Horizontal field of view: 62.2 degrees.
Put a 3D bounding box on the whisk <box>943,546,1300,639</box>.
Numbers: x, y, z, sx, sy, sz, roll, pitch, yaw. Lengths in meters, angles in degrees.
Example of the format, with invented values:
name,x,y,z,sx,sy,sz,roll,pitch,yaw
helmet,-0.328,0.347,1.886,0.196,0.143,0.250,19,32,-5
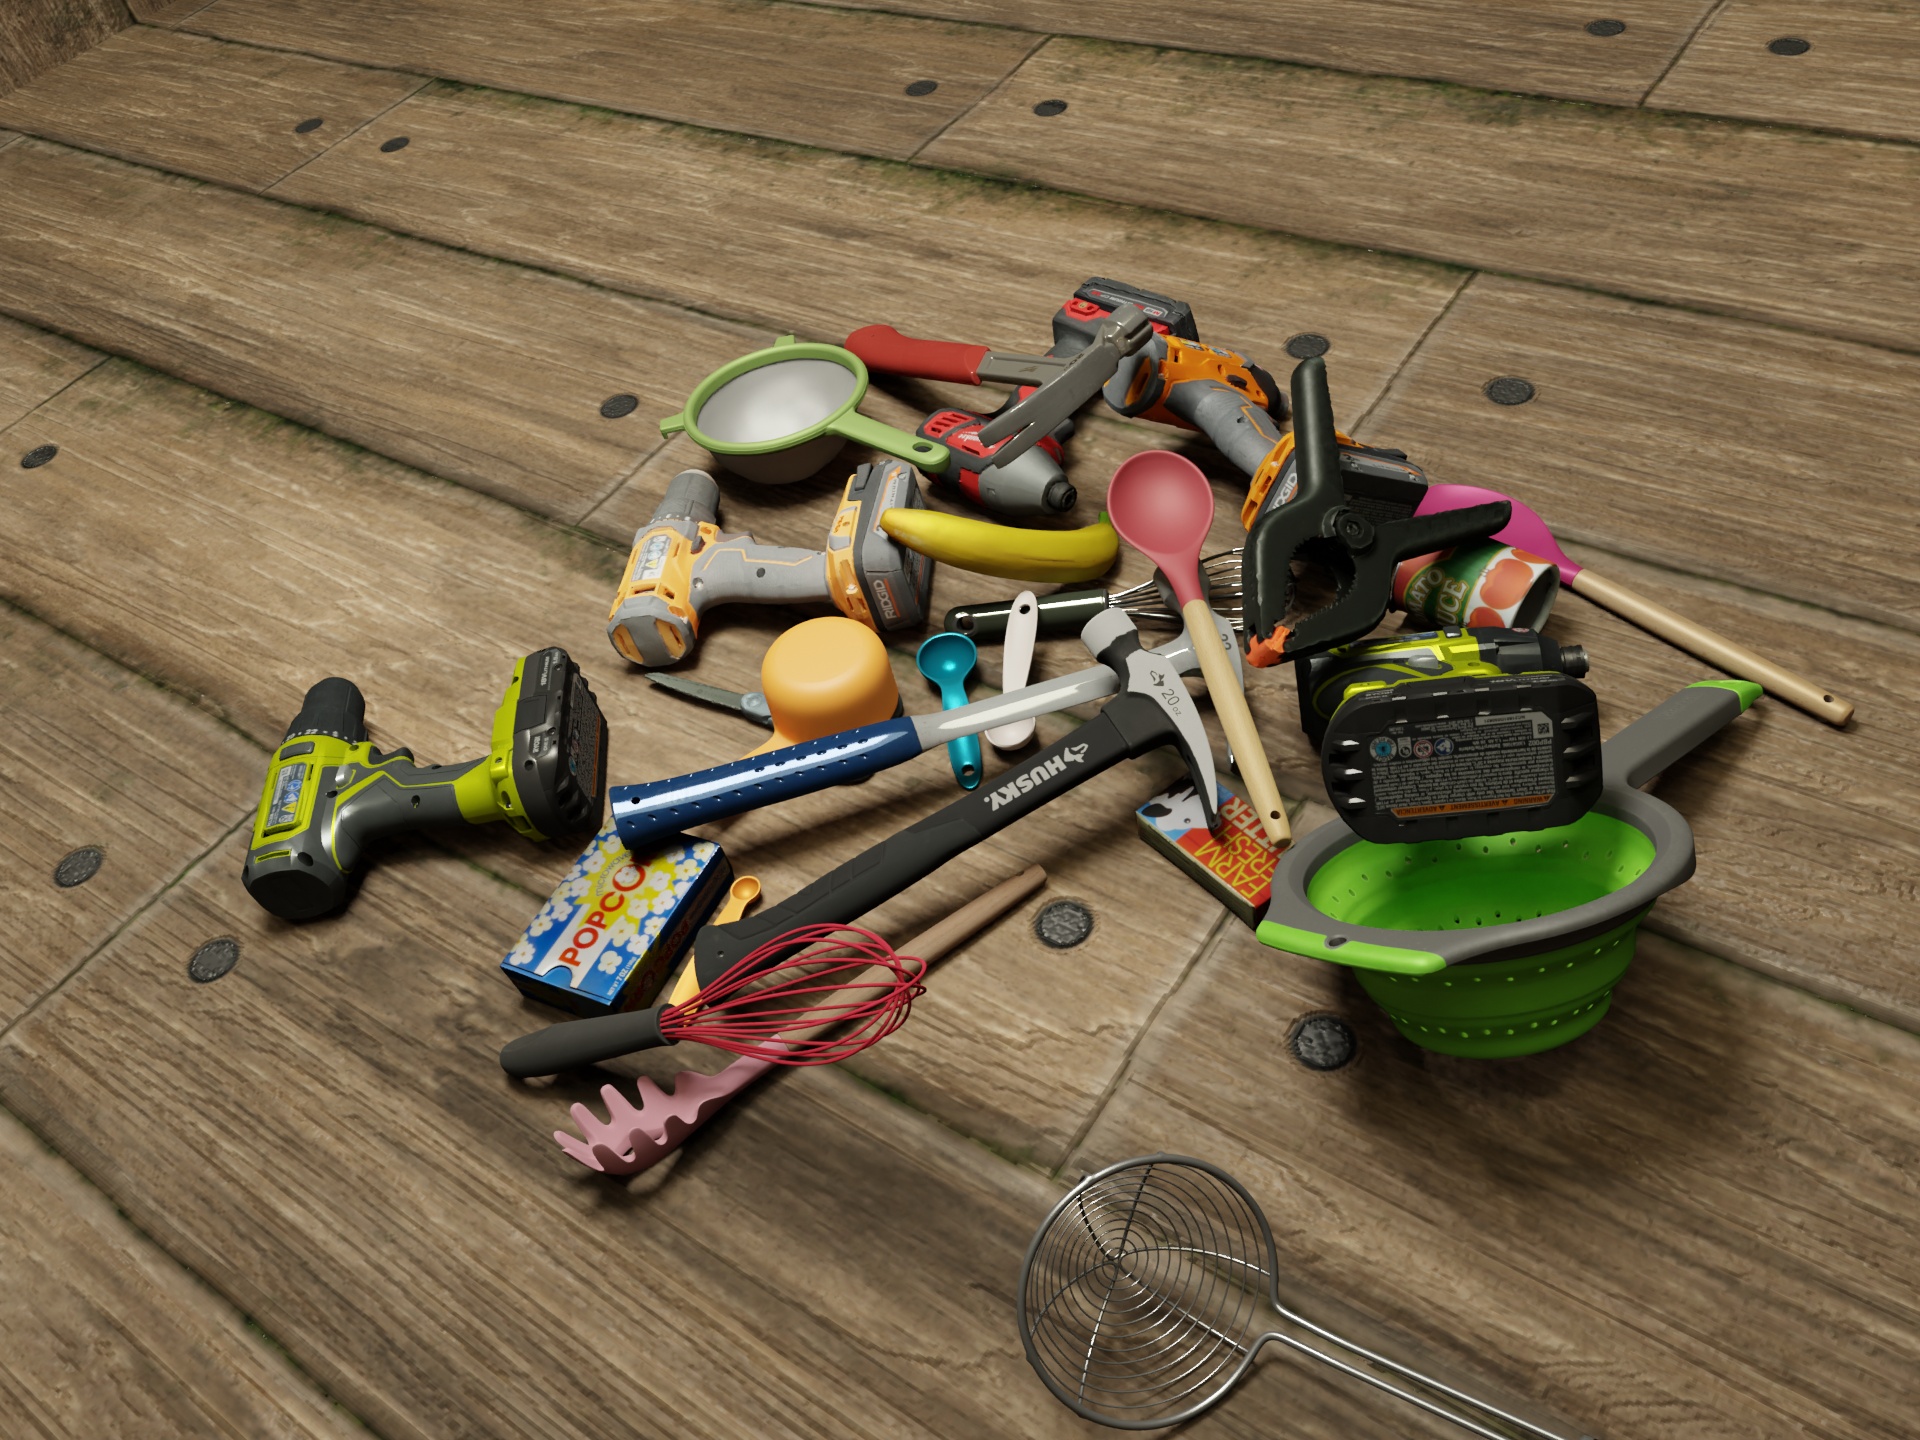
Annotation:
name,x,y,z,sx,sy,sz,roll,pitch,yaw
whisk,0.108,-0.080,1.092,0.246,0.057,0.059,-6,12,12

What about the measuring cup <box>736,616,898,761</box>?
name,x,y,z,sx,sy,sz,roll,pitch,yaw
measuring cup,-0.118,-0.005,1.041,0.173,0.052,0.095,-38,50,-26

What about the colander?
name,x,y,z,sx,sy,sz,roll,pitch,yaw
colander,0.330,0.080,0.858,0.397,0.094,0.205,-25,17,-34

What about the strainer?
name,x,y,z,sx,sy,sz,roll,pitch,yaw
strainer,-0.102,-0.217,1.246,0.257,0.069,0.151,26,56,34

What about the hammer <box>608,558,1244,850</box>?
name,x,y,z,sx,sy,sz,roll,pitch,yaw
hammer,-0.016,0.011,0.996,0.405,0.035,0.144,-16,64,-6

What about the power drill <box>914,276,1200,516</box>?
name,x,y,z,sx,sy,sz,roll,pitch,yaw
power drill,0.082,-0.241,1.225,0.143,0.078,0.220,30,63,36

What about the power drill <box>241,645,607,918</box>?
name,x,y,z,sx,sy,sz,roll,pitch,yaw
power drill,-0.364,0.026,1.083,0.228,0.080,0.191,-13,46,5

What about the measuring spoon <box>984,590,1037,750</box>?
name,x,y,z,sx,sy,sz,roll,pitch,yaw
measuring spoon,0.040,-0.032,1.064,0.034,0.018,0.124,-2,59,17

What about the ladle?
name,x,y,z,sx,sy,sz,roll,pitch,yaw
ladle,0.149,-0.051,0.960,0.069,0.031,0.316,-13,50,1

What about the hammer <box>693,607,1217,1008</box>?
name,x,y,z,sx,sy,sz,roll,pitch,yaw
hammer,-0.005,0.071,0.929,0.335,0.035,0.146,-30,67,-8

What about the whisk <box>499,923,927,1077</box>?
name,x,y,z,sx,sy,sz,roll,pitch,yaw
whisk,-0.144,0.162,0.865,0.296,0.073,0.073,-16,42,29

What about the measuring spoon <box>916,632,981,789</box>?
name,x,y,z,sx,sy,sz,roll,pitch,yaw
measuring spoon,-0.002,-0.003,1.066,0.042,0.021,0.129,-12,55,2

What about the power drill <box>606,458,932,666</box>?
name,x,y,z,sx,sy,sz,roll,pitch,yaw
power drill,-0.138,-0.131,1.175,0.226,0.084,0.186,-7,45,13

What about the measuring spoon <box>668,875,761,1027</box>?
name,x,y,z,sx,sy,sz,roll,pitch,yaw
measuring spoon,-0.151,0.144,0.967,0.021,0.011,0.117,10,54,23

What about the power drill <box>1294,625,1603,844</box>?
name,x,y,z,sx,sy,sz,roll,pitch,yaw
power drill,0.278,-0.006,0.893,0.171,0.080,0.223,-7,13,13

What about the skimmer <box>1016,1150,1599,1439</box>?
name,x,y,z,sx,sy,sz,roll,pitch,yaw
skimmer,0.202,0.298,0.680,0.363,0.090,0.127,17,86,24

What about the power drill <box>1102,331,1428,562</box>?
name,x,y,z,sx,sy,sz,roll,pitch,yaw
power drill,0.220,-0.197,1.124,0.164,0.084,0.227,2,35,-37

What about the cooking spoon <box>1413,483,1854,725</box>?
name,x,y,z,sx,sy,sz,roll,pitch,yaw
cooking spoon,0.422,-0.080,1.028,0.069,0.017,0.319,-36,49,-18

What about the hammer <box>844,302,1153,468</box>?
name,x,y,z,sx,sy,sz,roll,pitch,yaw
hammer,-0.008,-0.266,1.209,0.149,0.036,0.359,-42,30,-13

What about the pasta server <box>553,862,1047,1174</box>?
name,x,y,z,sx,sy,sz,roll,pitch,yaw
pasta server,-0.081,0.164,0.910,0.316,0.040,0.060,-32,22,-18
